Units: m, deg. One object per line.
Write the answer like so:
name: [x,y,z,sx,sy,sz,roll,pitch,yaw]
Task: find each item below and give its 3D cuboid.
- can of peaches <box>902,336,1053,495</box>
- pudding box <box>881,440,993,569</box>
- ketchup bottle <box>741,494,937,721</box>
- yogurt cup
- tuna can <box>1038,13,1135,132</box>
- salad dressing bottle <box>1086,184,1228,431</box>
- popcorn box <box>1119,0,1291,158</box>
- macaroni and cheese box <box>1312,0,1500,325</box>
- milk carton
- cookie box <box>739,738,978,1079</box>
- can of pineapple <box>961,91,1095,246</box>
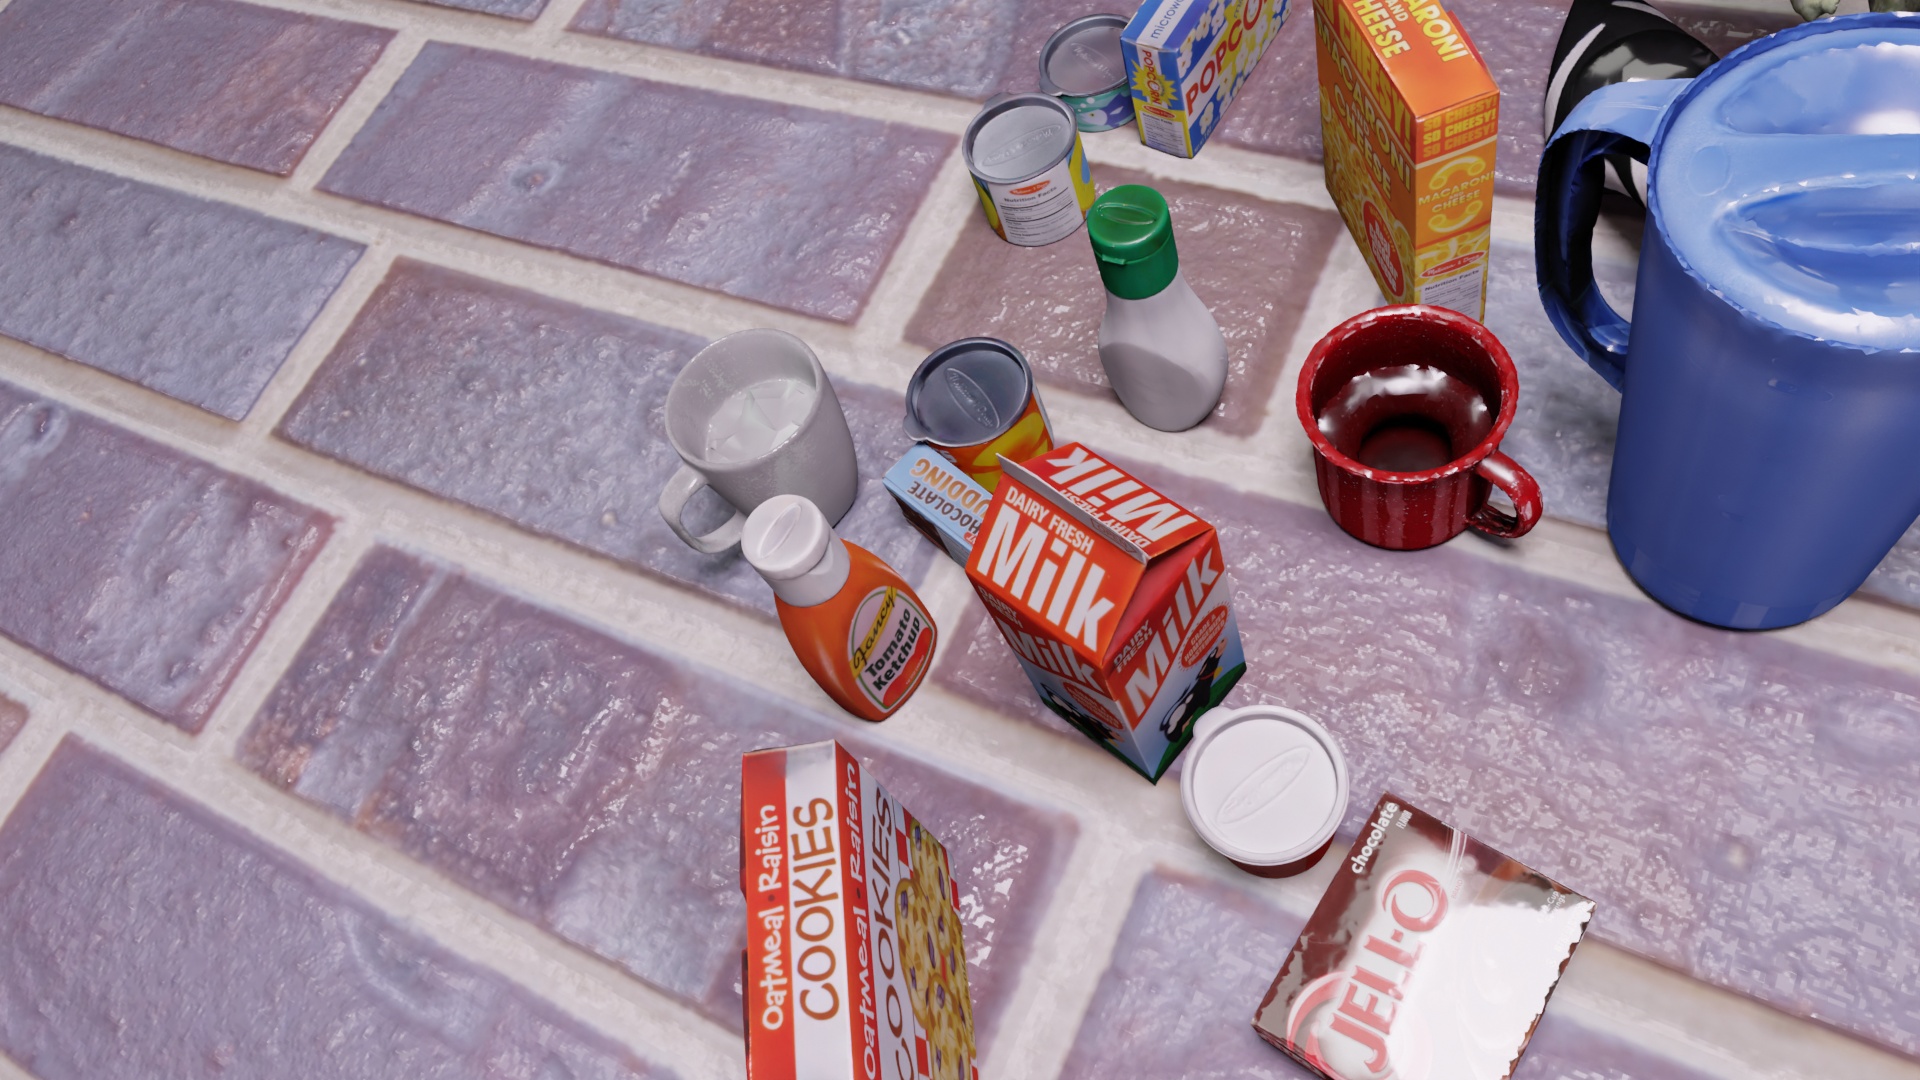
can of peaches: [0.009,-0.061,0.719,0.071,0.058,0.071,-7,61,13]
pudding box: [0.002,-0.009,0.698,0.030,0.049,0.084,-46,59,-10]
ketchup bottle: [-0.056,0.029,0.637,0.043,0.148,0.065,23,71,26]
yogurt cup: [0.131,0.110,0.590,0.072,0.053,0.073,-7,61,13]
tuna can: [0.080,-0.278,0.831,0.071,0.032,0.071,-7,61,13]
salad dressing bottle: [0.092,-0.108,0.667,0.064,0.147,0.044,19,70,25]
popcorn box: [0.142,-0.294,0.790,0.038,0.085,0.127,25,72,27]
macaroni and cheese box: [0.211,-0.190,0.664,0.040,0.166,0.124,-20,59,6]
milk carton: [0.062,0.027,0.577,0.072,0.190,0.073,34,77,29]
cookie box: [-0.037,0.165,0.546,0.040,0.167,0.123,-13,60,10]
can of pineapple: [0.040,-0.212,0.793,0.071,0.057,0.071,-7,61,13]
